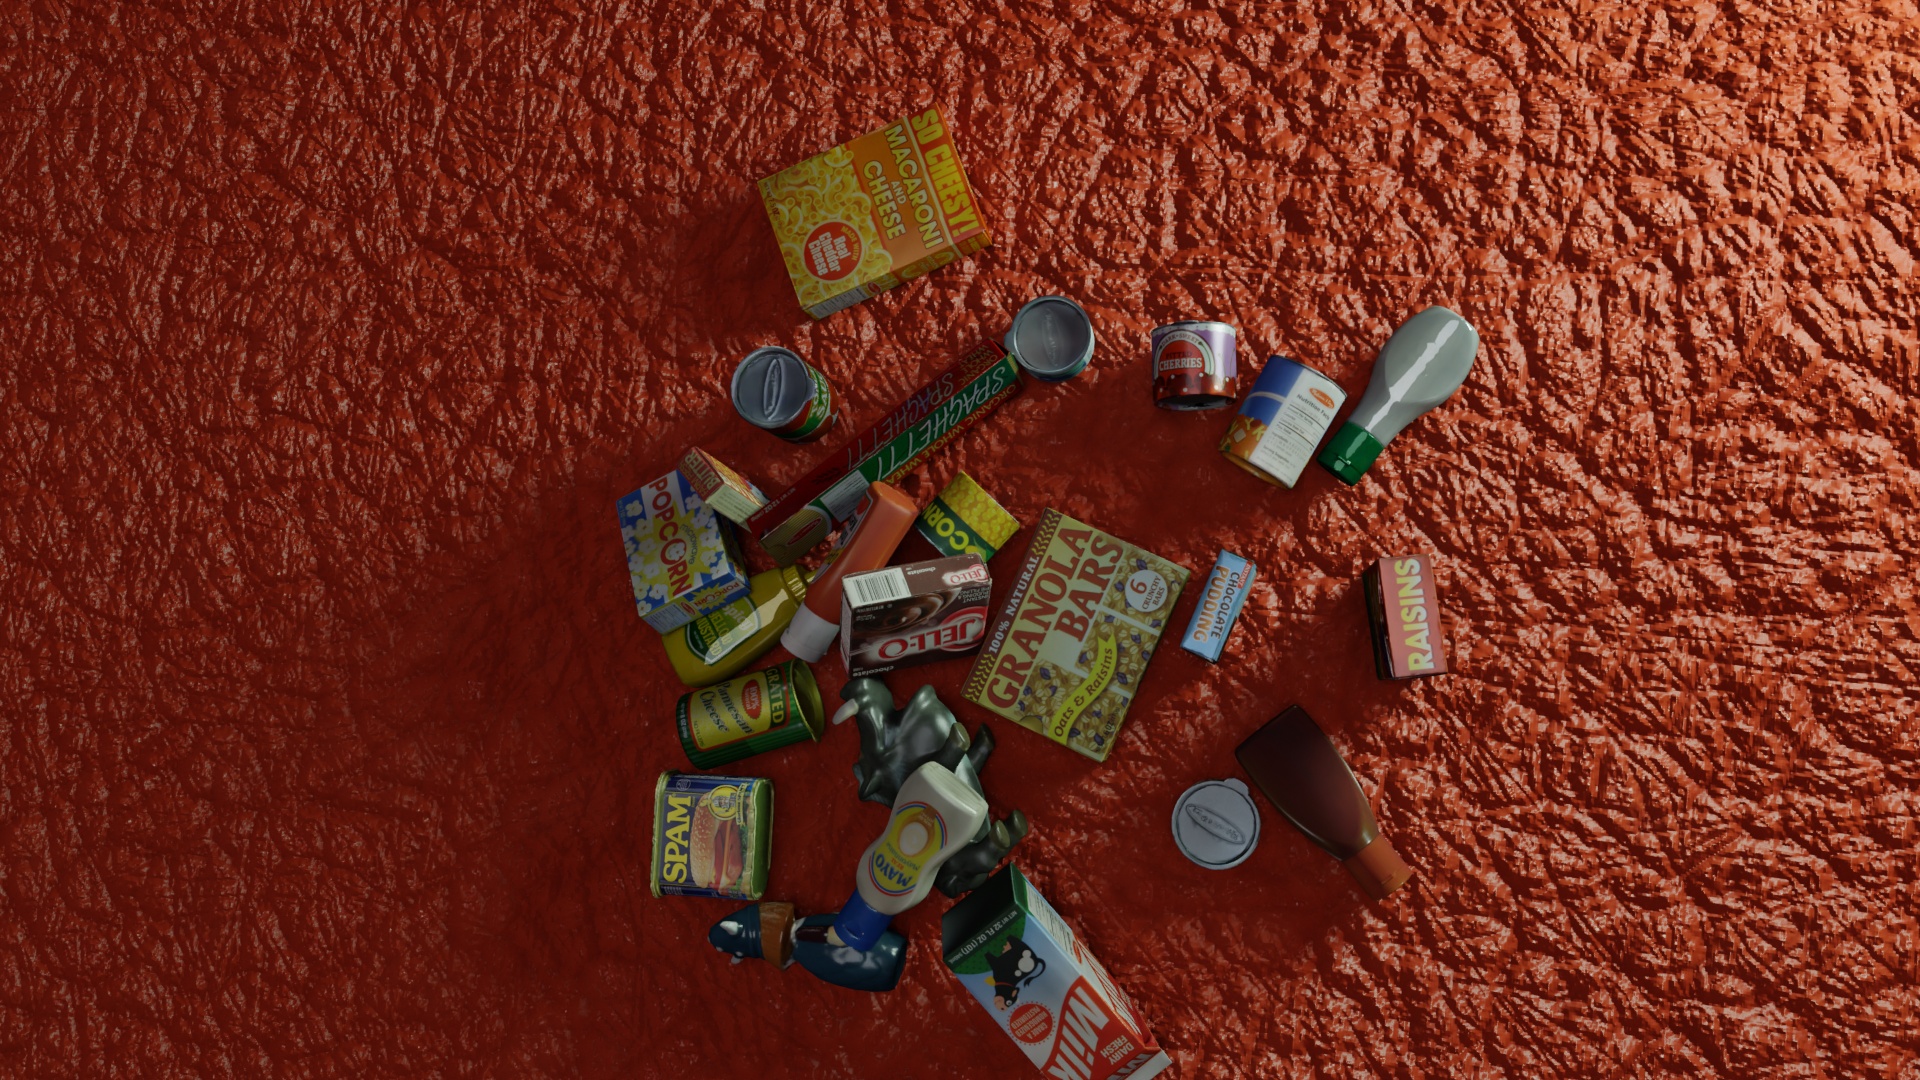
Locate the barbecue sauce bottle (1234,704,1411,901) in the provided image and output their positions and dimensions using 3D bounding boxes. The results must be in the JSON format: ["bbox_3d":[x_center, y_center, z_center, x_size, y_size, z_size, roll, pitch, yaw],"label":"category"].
[{"bbox_3d":[0.274,0.198,1.038,0.065,0.043,0.149,-39,78,5],"label":"barbecue sauce bottle"}]

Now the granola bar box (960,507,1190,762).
[{"bbox_3d":[0.091,0.074,1.092,0.124,0.039,0.165,24,88,13],"label":"granola bar box"}]

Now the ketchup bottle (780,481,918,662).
[{"bbox_3d":[-0.089,0.027,1.096,0.043,0.065,0.148,30,99,-11],"label":"ketchup bottle"}]

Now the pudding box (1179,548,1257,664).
[{"bbox_3d":[0.199,0.052,1.067,0.030,0.049,0.083,23,89,15],"label":"pudding box"}]

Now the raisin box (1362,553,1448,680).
[{"bbox_3d":[0.319,0.057,1.004,0.040,0.123,0.086,-7,83,11],"label":"raisin box"}]

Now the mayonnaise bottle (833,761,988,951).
[{"bbox_3d":[-0.042,0.240,1.036,0.065,0.041,0.147,36,103,14],"label":"mayonnaise bottle"}]

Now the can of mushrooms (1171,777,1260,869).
[{"bbox_3d":[0.196,0.213,1.057,0.071,0.033,0.071,-1,83,12],"label":"can of mushrooms"}]

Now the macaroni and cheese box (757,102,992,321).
[{"bbox_3d":[-0.072,-0.275,1.165,0.166,0.040,0.124,-21,80,9],"label":"macaroni and cheese box"}]

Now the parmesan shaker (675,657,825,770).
[{"bbox_3d":[-0.169,0.144,1.121,0.103,0.071,0.071,-18,80,9],"label":"parmesan shaker"}]

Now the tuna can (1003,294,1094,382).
[{"bbox_3d":[0.072,-0.162,1.126,0.071,0.033,0.071,-1,83,11],"label":"tuna can"}]

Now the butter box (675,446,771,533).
[{"bbox_3d":[-0.181,-0.034,1.121,0.024,0.103,0.053,-46,55,4],"label":"butter box"}]

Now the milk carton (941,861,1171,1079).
[{"bbox_3d":[0.072,0.342,1.031,0.072,0.073,0.190,-40,98,6],"label":"milk carton"}]

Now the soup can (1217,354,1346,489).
[{"bbox_3d":[0.245,-0.091,1.068,0.071,0.071,0.083,31,91,13],"label":"soup can"}]

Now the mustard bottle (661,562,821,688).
[{"bbox_3d":[-0.166,0.059,1.140,0.160,0.049,0.065,-33,75,5],"label":"mustard bottle"}]

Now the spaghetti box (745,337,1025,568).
[{"bbox_3d":[-0.058,-0.071,1.116,0.250,0.050,0.029,-37,56,-2],"label":"spaghetti box"}]

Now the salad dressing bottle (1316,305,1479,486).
[{"bbox_3d":[0.332,-0.109,1.063,0.064,0.044,0.147,39,93,11],"label":"salad dressing bottle"}]

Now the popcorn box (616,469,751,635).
[{"bbox_3d":[-0.229,0.003,1.142,0.085,0.038,0.127,-26,55,7],"label":"popcorn box"}]

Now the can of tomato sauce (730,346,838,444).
[{"bbox_3d":[-0.141,-0.118,1.138,0.071,0.083,0.071,-1,84,11],"label":"can of tomato sauce"}]

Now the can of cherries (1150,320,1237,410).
[{"bbox_3d":[0.181,-0.135,1.082,0.071,0.071,0.058,-1,84,11],"label":"can of cherries"}]

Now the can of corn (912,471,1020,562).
[{"bbox_3d":[0.004,-0.014,1.103,0.071,0.071,0.058,44,93,13],"label":"can of corn"}]
